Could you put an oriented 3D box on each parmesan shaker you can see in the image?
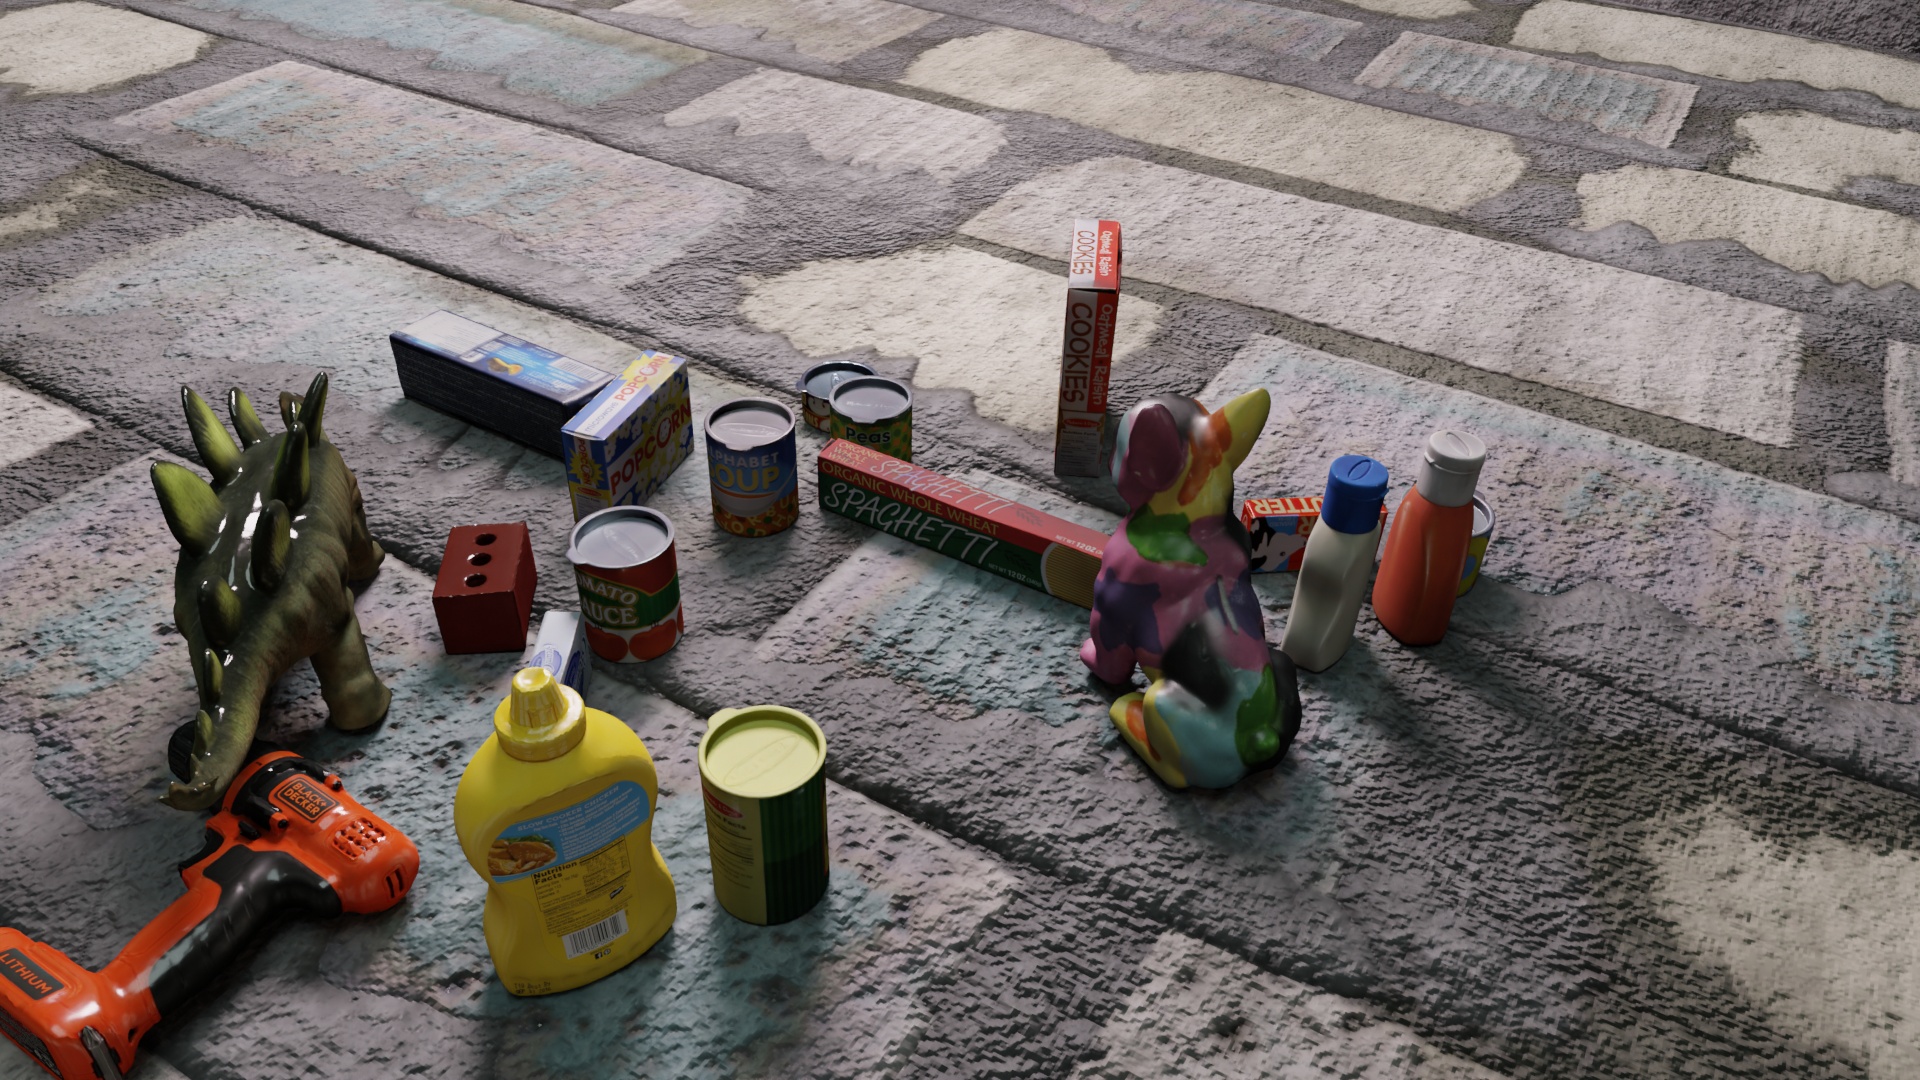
[{"bbox_3d":[-0.106,0.147,0.751,0.071,0.102,0.072,1,37,-1],"label":"parmesan shaker"}]

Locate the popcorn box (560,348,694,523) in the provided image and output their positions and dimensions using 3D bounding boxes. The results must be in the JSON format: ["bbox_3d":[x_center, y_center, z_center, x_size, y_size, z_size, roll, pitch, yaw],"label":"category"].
[{"bbox_3d":[-0.250,-0.077,1.052,0.038,0.084,0.127,13,39,14],"label":"popcorn box"}]

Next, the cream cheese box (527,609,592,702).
[{"bbox_3d":[-0.249,0.095,0.852,0.024,0.053,0.104,0,37,-3],"label":"cream cheese box"}]

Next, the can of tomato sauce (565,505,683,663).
[{"bbox_3d":[-0.220,0.030,0.915,0.071,0.082,0.071,1,37,-1],"label":"can of tomato sauce"}]

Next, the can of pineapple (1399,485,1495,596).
[{"bbox_3d":[0.348,0.000,1.006,0.071,0.057,0.071,1,37,-1],"label":"can of pineapple"}]

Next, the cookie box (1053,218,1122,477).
[{"bbox_3d":[0.101,-0.154,1.104,0.040,0.166,0.123,5,37,3],"label":"cookie box"}]

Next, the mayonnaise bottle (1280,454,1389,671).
[{"bbox_3d":[0.246,0.014,0.908,0.041,0.147,0.065,26,43,28],"label":"mayonnaise bottle"}]

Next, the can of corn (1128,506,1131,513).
[{"bbox_3d":[0.153,-0.006,1.003,0.071,0.058,0.071,1,37,-1],"label":"can of corn"}]

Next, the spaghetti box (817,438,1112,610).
[{"bbox_3d":[0.004,-0.013,1.010,0.250,0.049,0.029,21,41,22],"label":"spaghetti box"}]

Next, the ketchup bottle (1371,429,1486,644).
[{"bbox_3d":[0.316,-0.003,0.933,0.043,0.148,0.065,-5,38,-10],"label":"ketchup bottle"}]

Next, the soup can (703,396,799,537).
[{"bbox_3d":[-0.154,-0.052,1.026,0.071,0.083,0.072,1,37,-1],"label":"soup can"}]

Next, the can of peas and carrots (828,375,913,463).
[{"bbox_3d":[-0.071,-0.088,1.097,0.071,0.058,0.071,1,37,-1],"label":"can of peas and carrots"}]

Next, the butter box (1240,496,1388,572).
[{"bbox_3d":[0.254,-0.005,1.011,0.103,0.052,0.024,-3,38,-7],"label":"butter box"}]

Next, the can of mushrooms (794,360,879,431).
[{"bbox_3d":[-0.102,-0.120,1.159,0.071,0.033,0.071,2,37,-1],"label":"can of mushrooms"}]
